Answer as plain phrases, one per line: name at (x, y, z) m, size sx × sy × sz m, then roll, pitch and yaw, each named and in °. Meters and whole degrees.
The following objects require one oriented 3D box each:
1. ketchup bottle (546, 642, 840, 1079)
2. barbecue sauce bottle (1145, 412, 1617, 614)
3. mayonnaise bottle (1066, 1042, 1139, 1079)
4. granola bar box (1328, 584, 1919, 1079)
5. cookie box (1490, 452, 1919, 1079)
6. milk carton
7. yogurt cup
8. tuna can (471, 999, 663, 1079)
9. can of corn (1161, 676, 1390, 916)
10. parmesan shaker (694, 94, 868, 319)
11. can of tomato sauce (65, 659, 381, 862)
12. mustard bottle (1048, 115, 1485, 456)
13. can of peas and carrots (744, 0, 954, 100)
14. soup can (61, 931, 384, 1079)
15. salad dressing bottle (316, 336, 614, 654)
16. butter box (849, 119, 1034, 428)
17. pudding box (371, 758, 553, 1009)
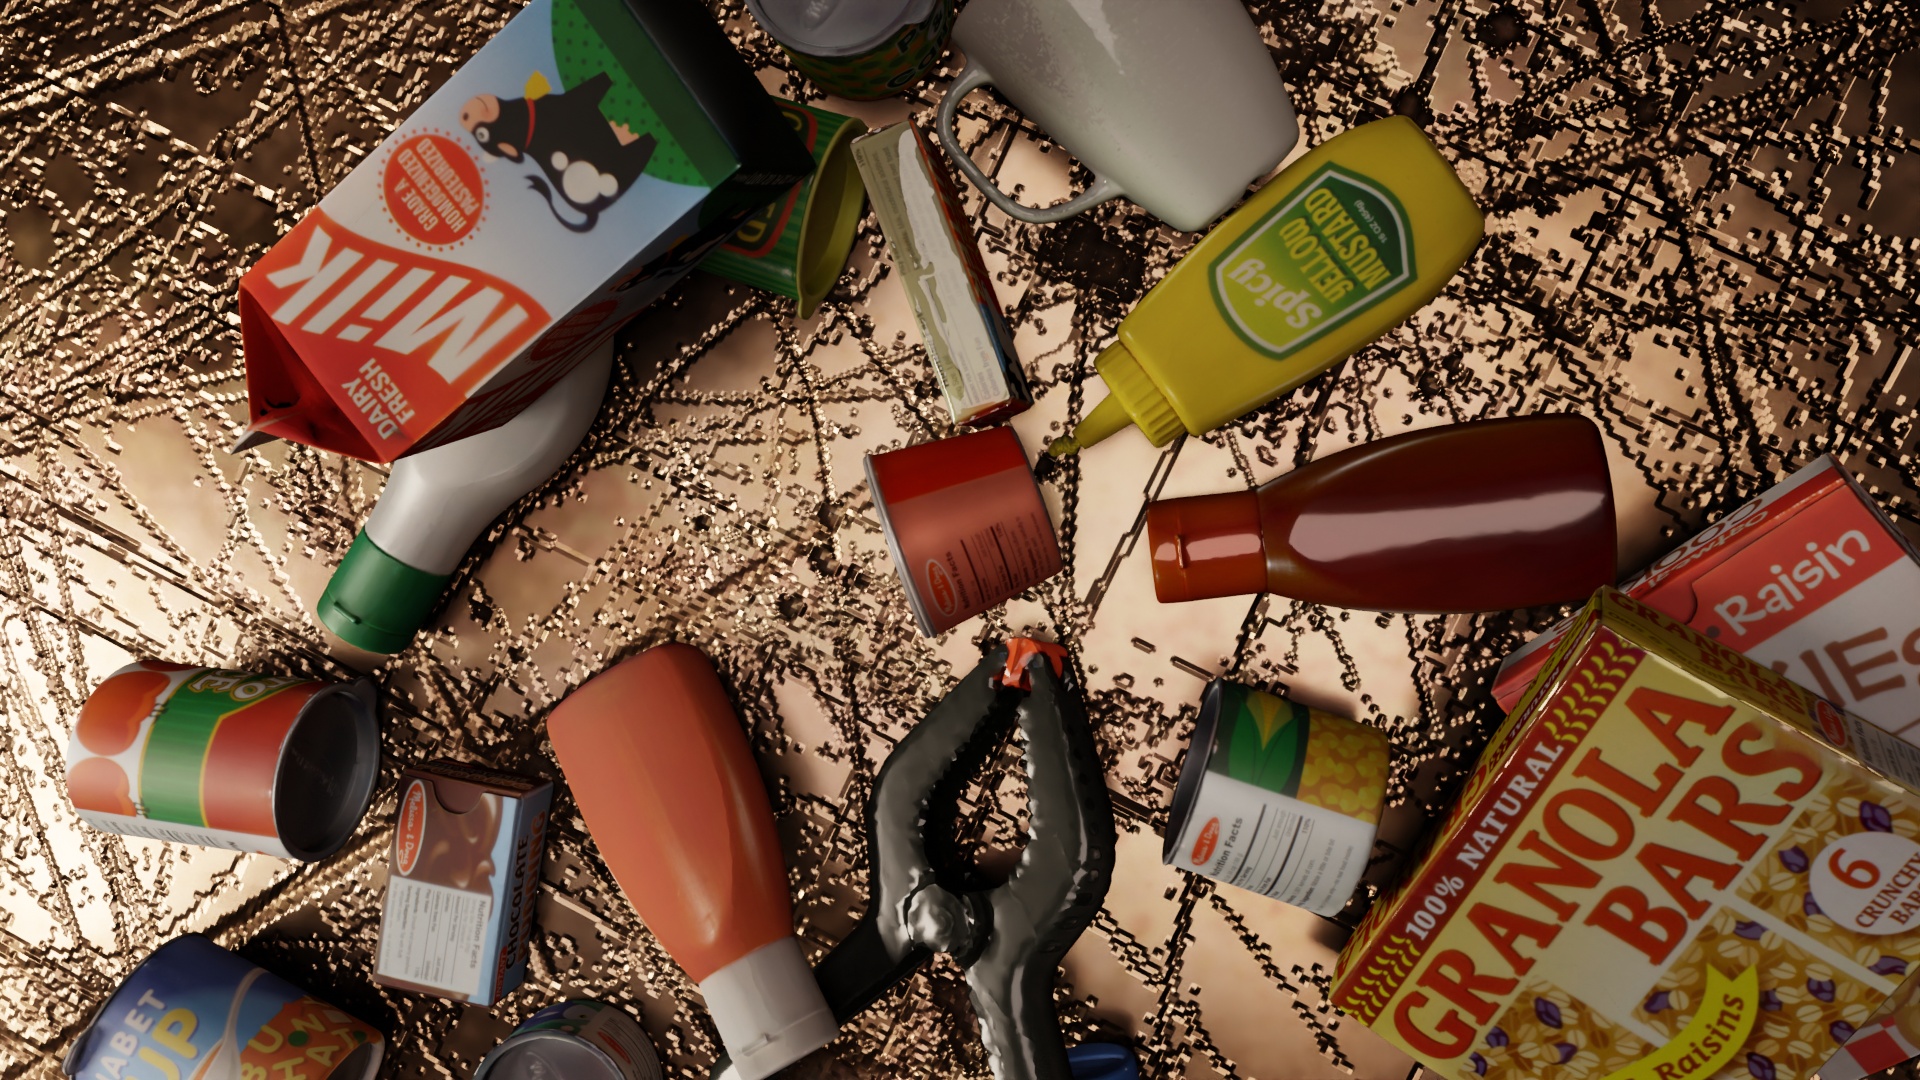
ketchup bottle at (-0.091, 0.113, 0.489) m, size 0.064 × 0.043 × 0.149 m, roll -33°, pitch 73°, yaw 14°
barbecue sauce bottle at (0.139, -0.004, 0.472) m, size 0.148 × 0.044 × 0.065 m, roll -7°, pitch 91°, yaw 8°
mayonnaise bottle at (0.058, 0.257, 0.492) m, size 0.065 × 0.041 × 0.148 m, roll -11°, pitch 90°, yaw 10°
granola bar box at (0.211, 0.115, 0.434) m, size 0.124 × 0.039 × 0.164 m, roll 30°, pitch 116°, yaw 13°
cookie box at (0.274, 0.075, 0.438) m, size 0.122 × 0.040 × 0.167 m, roll -41°, pitch 87°, yaw 28°
milk carton at (-0.146, -0.088, 0.435) m, size 0.190 × 0.072 × 0.073 m, roll -35°, pitch 95°, yaw 18°
yogurt cup at (0.002, -0.006, 0.481) m, size 0.054 × 0.072 × 0.072 m, roll -20°, pitch 89°, yaw 0°
tuna can at (-0.150, 0.211, 0.522) m, size 0.071 × 0.033 × 0.071 m, roll 0°, pitch 92°, yaw 8°
can of corn at (0.106, 0.085, 0.470) m, size 0.058 × 0.071 × 0.071 m, roll 17°, pitch 94°, yaw 6°
parmesan shaker at (-0.092, -0.126, 0.487) m, size 0.103 × 0.071 × 0.071 m, roll 18°, pitch 94°, yaw 7°
can of tomato sauce at (-0.272, 0.079, 0.518) m, size 0.083 × 0.071 × 0.071 m, roll 6°, pitch 93°, yaw 8°
mustard bottle at (0.097, -0.075, 0.472) m, size 0.160 × 0.049 × 0.065 m, roll -37°, pitch 86°, yaw 7°
can of peas and carrots at (-0.036, -0.191, 0.481) m, size 0.071 × 0.059 × 0.071 m, roll 0°, pitch 93°, yaw 7°
soup can at (-0.273, 0.197, 0.519) m, size 0.084 × 0.071 × 0.071 m, roll 25°, pitch 95°, yaw 6°
salad dressing bottle at (-0.186, -0.027, 0.515) m, size 0.064 × 0.044 × 0.147 m, roll 35°, pitch 97°, yaw 5°
butter box at (-0.005, -0.091, 0.484) m, size 0.024 × 0.053 × 0.103 m, roll -21°, pitch 89°, yaw 11°
pudding box at (-0.188, 0.129, 0.526) m, size 0.050 × 0.030 × 0.083 m, roll 9°, pitch 93°, yaw 8°
